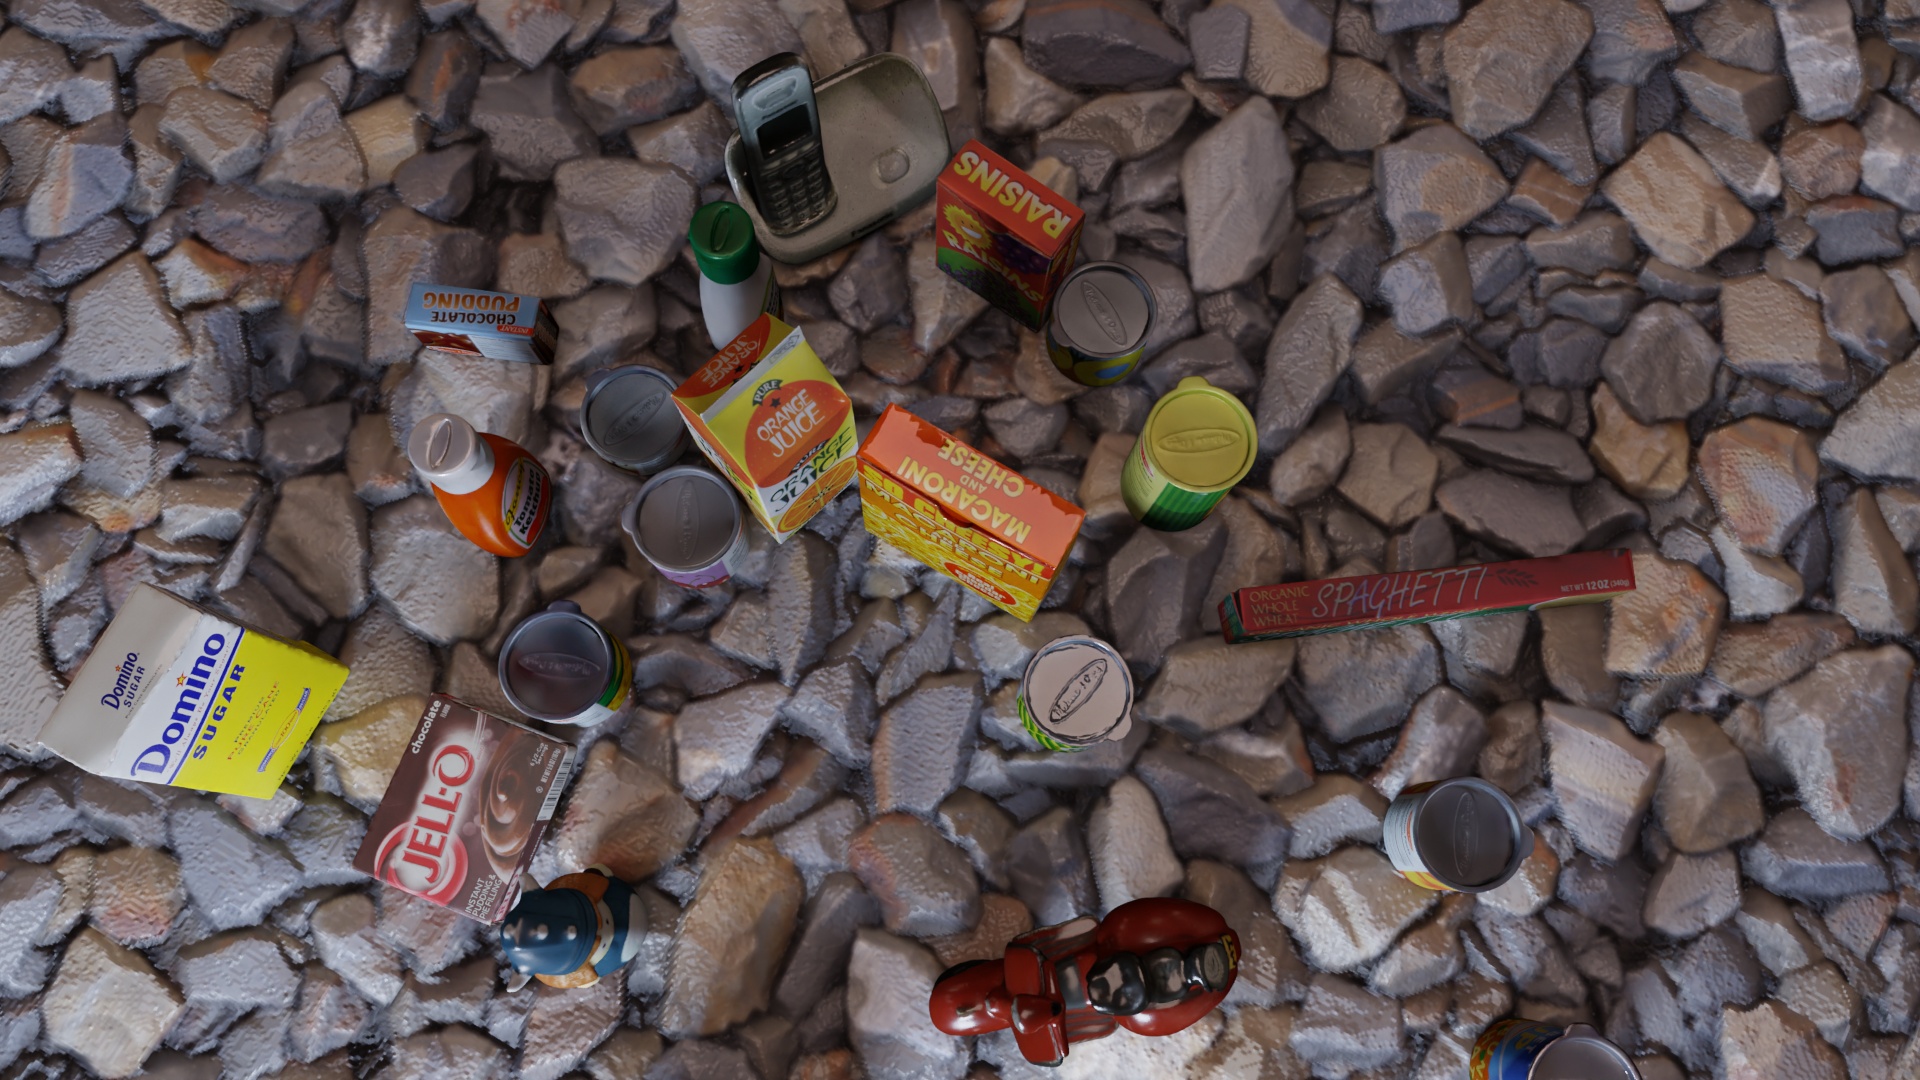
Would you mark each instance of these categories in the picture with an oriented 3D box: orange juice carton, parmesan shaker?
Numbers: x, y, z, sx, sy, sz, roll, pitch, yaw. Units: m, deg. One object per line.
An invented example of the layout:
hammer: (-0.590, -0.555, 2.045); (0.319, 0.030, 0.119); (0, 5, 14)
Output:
orange juice carton: (-0.110, -0.066, 0.803); (0.072, 0.192, 0.073); (-43, 82, -10)
parmesan shaker: (0.138, -0.051, 0.853); (0.071, 0.103, 0.071); (0, 77, -2)

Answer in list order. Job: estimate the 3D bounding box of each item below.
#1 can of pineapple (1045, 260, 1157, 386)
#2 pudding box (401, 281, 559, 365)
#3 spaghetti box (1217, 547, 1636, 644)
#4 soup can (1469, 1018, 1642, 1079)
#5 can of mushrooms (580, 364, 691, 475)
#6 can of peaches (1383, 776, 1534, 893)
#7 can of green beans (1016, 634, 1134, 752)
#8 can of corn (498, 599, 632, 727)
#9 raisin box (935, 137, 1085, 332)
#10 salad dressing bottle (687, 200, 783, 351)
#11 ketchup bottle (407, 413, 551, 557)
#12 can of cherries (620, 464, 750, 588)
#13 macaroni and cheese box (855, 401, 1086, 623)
can of pineapple: (0.088, -0.138, 0.896); (0.071, 0.057, 0.071); (0, 77, -2)
pudding box: (-0.305, -0.138, 0.887); (0.084, 0.049, 0.030); (7, 77, 0)
spaghetti box: (0.288, 0.035, 0.865); (0.250, 0.050, 0.029); (-6, 77, -3)
soup can: (0.335, 0.305, 0.785); (0.071, 0.083, 0.071); (0, 77, -2)
can of mushrooms: (-0.207, -0.078, 0.884); (0.071, 0.033, 0.071); (0, 77, -2)
can of peaches: (0.295, 0.176, 0.827); (0.071, 0.058, 0.071); (0, 77, -2)
can of green beans: (0.068, 0.094, 0.840); (0.071, 0.057, 0.071); (0, 77, -2)
can of corn: (-0.235, 0.075, 0.834); (0.071, 0.058, 0.071); (0, 77, -2)
raisin box: (0.028, -0.188, 0.872); (0.086, 0.123, 0.040); (36, 79, 6)
salad dressing bottle: (-0.137, -0.157, 0.847); (0.044, 0.147, 0.064); (12, 77, 1)
ketchup bottle: (-0.280, -0.035, 0.812); (0.043, 0.148, 0.065); (11, 77, 1)
can of cherries: (-0.168, -0.008, 0.856); (0.071, 0.058, 0.071); (0, 77, -2)
macaroni and cheese box: (0.003, -0.010, 0.807); (0.124, 0.166, 0.040); (30, 78, 5)
